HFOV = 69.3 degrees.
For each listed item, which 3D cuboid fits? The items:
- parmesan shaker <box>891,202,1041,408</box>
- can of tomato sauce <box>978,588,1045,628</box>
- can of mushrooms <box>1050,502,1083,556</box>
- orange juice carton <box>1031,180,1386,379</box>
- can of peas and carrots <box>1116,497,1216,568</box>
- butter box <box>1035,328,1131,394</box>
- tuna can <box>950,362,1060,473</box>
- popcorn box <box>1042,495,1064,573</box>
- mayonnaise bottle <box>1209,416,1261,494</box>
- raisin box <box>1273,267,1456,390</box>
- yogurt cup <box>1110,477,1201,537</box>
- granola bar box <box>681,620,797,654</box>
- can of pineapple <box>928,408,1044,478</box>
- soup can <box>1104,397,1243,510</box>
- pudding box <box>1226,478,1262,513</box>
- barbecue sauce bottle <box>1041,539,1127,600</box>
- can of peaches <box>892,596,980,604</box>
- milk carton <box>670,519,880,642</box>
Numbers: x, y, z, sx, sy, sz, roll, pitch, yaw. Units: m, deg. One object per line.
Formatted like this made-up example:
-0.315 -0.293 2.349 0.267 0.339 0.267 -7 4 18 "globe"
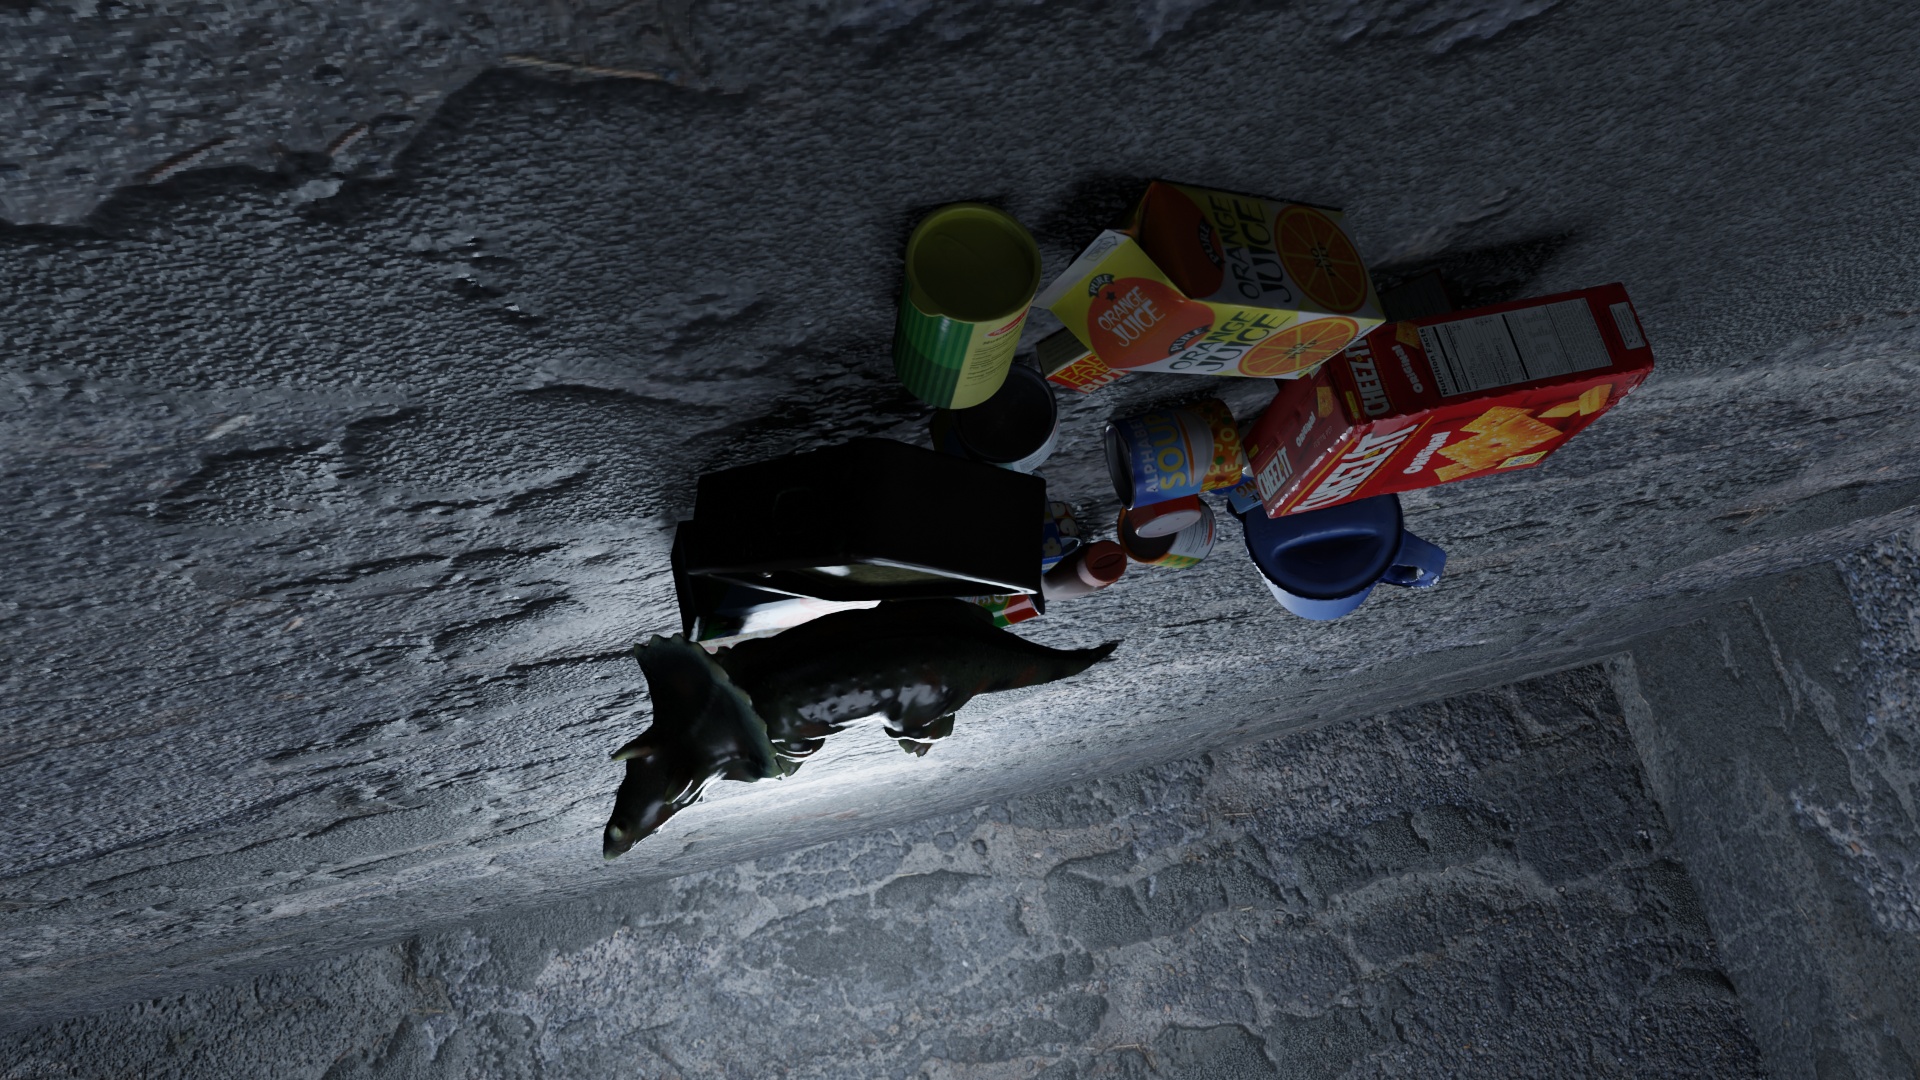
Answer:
-0.002 -0.116 0.712 0.071 0.071 0.102 -11 163 -11 "parmesan shaker"
0.025 0.047 1.243 0.083 0.071 0.071 -19 162 14 "can of tomato sauce"
0.066 -0.005 1.171 0.071 0.033 0.071 -13 163 -4 "can of mushrooms"
0.131 -0.138 0.747 0.193 0.073 0.071 -2 158 -35 "orange juice carton"
0.174 -0.010 1.192 0.070 0.071 0.059 -28 158 35 "can of peas and carrots"
0.101 -0.125 0.843 0.103 0.024 0.053 -27 159 32 "butter box"
0.027 -0.076 0.869 0.071 0.071 0.032 -16 163 3 "tuna can"
0.004 -0.013 1.008 0.127 0.085 0.038 -8 162 -21 "popcorn box"
0.249 -0.080 1.079 0.065 0.041 0.147 1 158 -42 "mayonnaise bottle"
0.277 -0.131 0.946 0.123 0.040 0.086 -23 162 20 "raisin box"
0.160 -0.037 1.115 0.072 0.054 0.072 -13 162 -4 "yogurt cup"
-0.138 0.069 1.117 0.166 0.039 0.123 -10 127 -17 "granola bar box"
0.015 -0.058 0.922 0.071 0.058 0.070 -13 162 -4 "can of pineapple"
0.154 -0.064 1.005 0.084 0.071 0.071 -13 162 -6 "soup can"
0.261 -0.058 1.142 0.083 0.030 0.050 -27 -170 35 "pudding box"
0.112 0.025 1.231 0.065 0.043 0.148 -20 177 -10 "barbecue sauce bottle"
-0.025 0.037 1.175 0.071 0.071 0.058 -20 162 16 "can of peaches"
-0.111 0.017 1.025 0.191 0.073 0.072 -9 162 -20 "milk carton"
